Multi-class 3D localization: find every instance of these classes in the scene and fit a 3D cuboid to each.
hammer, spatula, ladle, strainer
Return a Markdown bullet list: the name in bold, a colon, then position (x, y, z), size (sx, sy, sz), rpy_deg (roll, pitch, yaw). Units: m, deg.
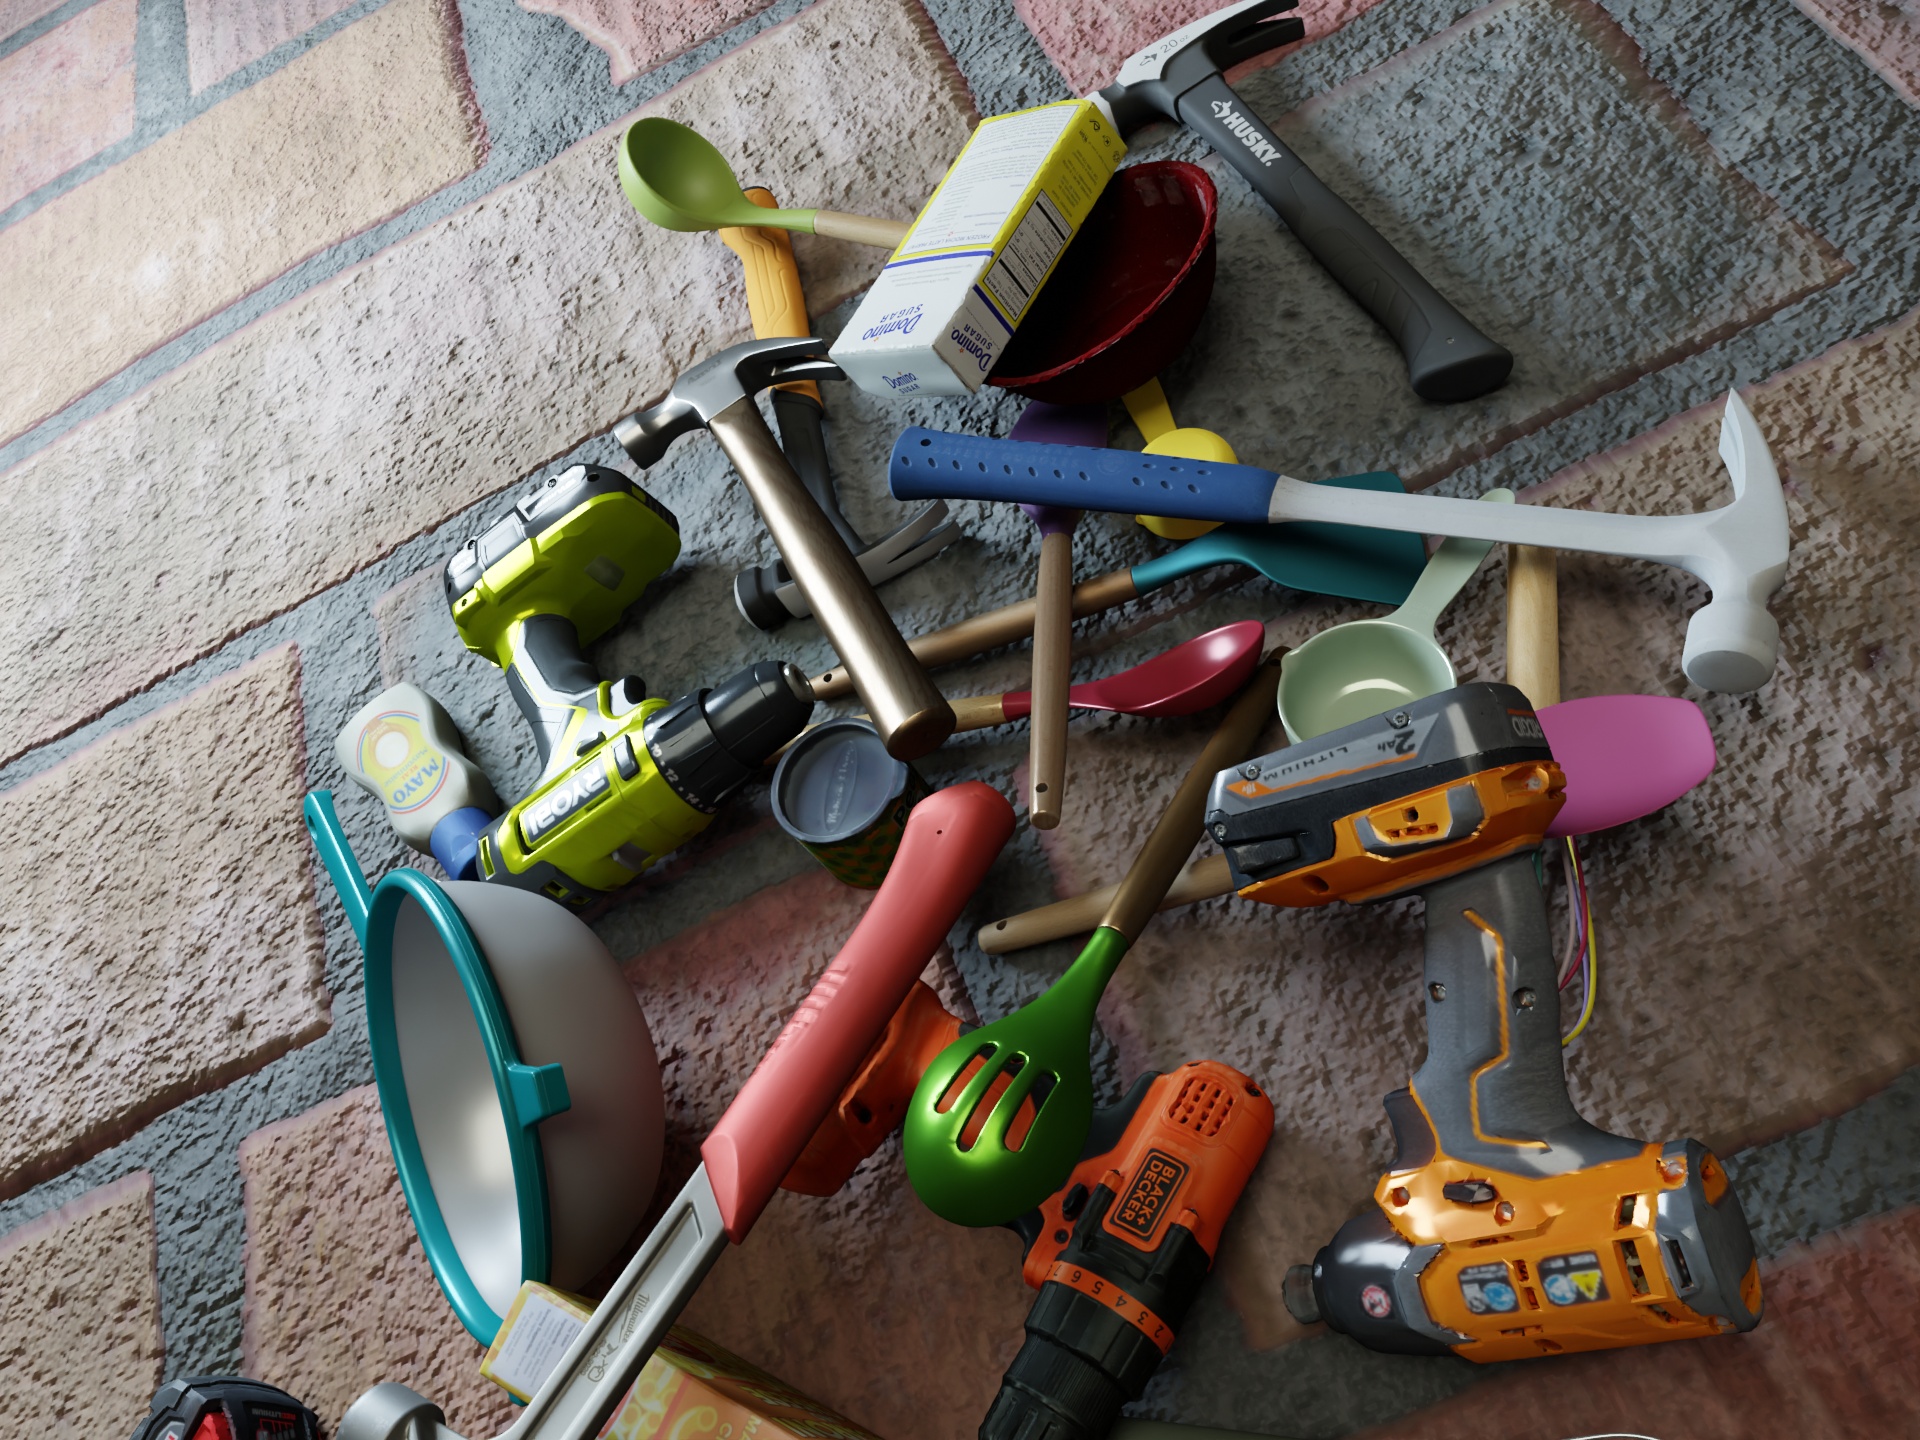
- **hammer**: position (0.192, -0.286, 0.868), size (0.146, 0.035, 0.335), rpy_deg (-32, 54, 4)
- **spatula**: position (0.044, -0.070, 0.778), size (0.060, 0.018, 0.316), rpy_deg (-13, 43, 17)
- **hammer**: position (-0.064, 0.156, 0.612), size (0.149, 0.036, 0.359), rpy_deg (13, 47, 28)
- **hammer**: position (-0.080, -0.099, 0.825), size (0.130, 0.031, 0.332), rpy_deg (-35, 49, 2)
- **spatula**: position (0.068, -0.054, 0.796), size (0.317, 0.044, 0.082), rpy_deg (-17, 57, 20)
- **ladle**: position (-0.001, -0.003, 0.785), size (0.315, 0.031, 0.069), rpy_deg (-10, 21, 23)
- **hammer**: position (0.158, -0.105, 0.735), size (0.405, 0.035, 0.144), rpy_deg (10, 58, 23)
- **ladle**: position (-0.062, -0.305, 0.951), size (0.320, 0.062, 0.078), rpy_deg (16, 42, 18)
- **hammer**: position (-0.094, -0.209, 0.949), size (0.127, 0.034, 0.337), rpy_deg (-23, 55, 11)
- **strainer**: position (-0.223, 0.128, 0.753), size (0.095, 0.210, 0.341), rpy_deg (-10, 37, -33)

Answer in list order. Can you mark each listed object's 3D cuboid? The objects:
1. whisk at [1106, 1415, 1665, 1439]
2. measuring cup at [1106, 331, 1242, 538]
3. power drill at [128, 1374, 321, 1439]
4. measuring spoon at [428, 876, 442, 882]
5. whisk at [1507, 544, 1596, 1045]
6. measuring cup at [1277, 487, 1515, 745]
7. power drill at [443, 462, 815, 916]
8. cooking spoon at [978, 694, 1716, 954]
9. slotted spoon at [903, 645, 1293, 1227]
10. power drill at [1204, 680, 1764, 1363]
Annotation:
- **whisk**: position (0.145, 0.270, 0.560), size (0.246, 0.059, 0.058), rpy_deg (-4, 23, 26)
- **measuring cup**: position (0.101, -0.161, 0.837), size (0.062, 0.029, 0.157), rpy_deg (-25, 54, 9)
- **power drill**: position (-0.251, 0.355, 0.664), size (0.227, 0.080, 0.188), rpy_deg (16, 69, 27)
- **measuring spoon**: position (-0.259, 0.112, 0.848), size (0.124, 0.018, 0.034), rpy_deg (25, 75, 40)
- **whisk**: position (0.237, 0.020, 0.666), size (0.047, 0.051, 0.245), rpy_deg (-6, 56, 27)
- **measuring cup**: position (0.207, -0.037, 0.718), size (0.083, 0.038, 0.167), rpy_deg (26, 67, 32)
- **power drill**: position (-0.182, -0.026, 0.843), size (0.190, 0.080, 0.229), rpy_deg (-35, 53, 12)
- **cooking spoon**: position (0.147, 0.054, 0.666), size (0.319, 0.017, 0.069), rpy_deg (-19, 40, 25)
- **slotted spoon**: position (0.073, 0.071, 0.662), size (0.070, 0.031, 0.314), rpy_deg (20, 52, 25)
- **power drill**: position (0.168, 0.116, 0.578), size (0.164, 0.084, 0.227), rpy_deg (-23, 76, 31)
